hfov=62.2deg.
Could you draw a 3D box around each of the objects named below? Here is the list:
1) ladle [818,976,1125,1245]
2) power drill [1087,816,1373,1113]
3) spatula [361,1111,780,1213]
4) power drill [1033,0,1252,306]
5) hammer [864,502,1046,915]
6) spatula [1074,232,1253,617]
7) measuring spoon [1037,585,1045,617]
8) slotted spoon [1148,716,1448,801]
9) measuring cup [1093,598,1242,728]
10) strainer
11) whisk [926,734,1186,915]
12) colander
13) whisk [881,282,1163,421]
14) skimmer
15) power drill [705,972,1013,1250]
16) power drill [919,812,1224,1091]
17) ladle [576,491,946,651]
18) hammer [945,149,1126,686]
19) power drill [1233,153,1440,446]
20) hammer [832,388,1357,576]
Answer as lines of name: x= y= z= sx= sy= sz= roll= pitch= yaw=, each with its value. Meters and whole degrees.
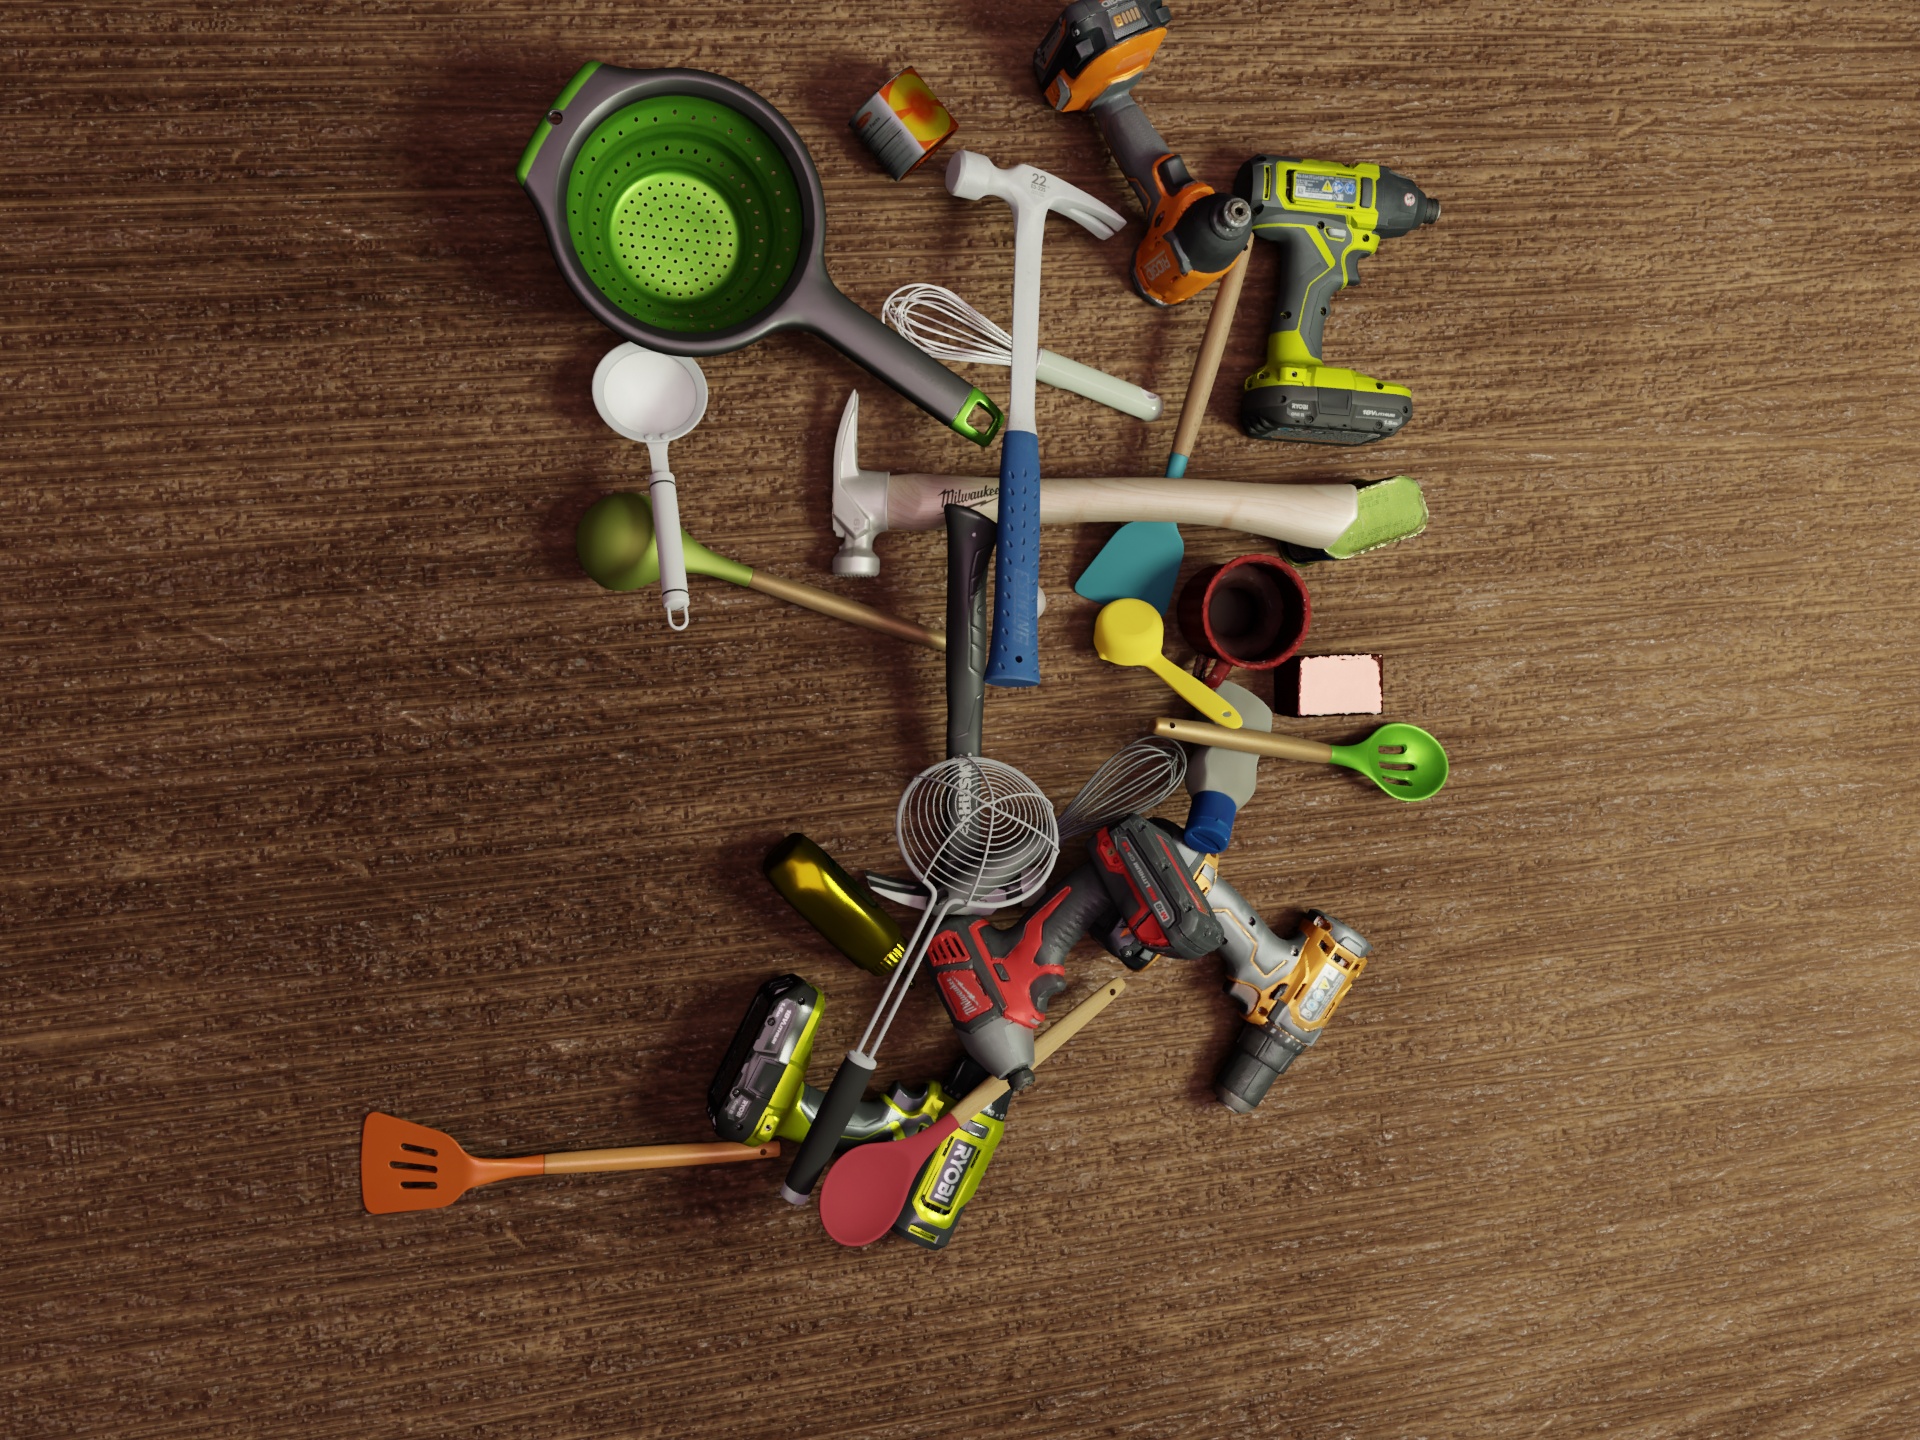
ladle: x=0.014 y=0.297 z=1.253 sx=0.315 sy=0.031 sz=0.069 roll=-35 pitch=100 yaw=-23
power drill: x=0.212 y=0.208 z=1.326 sx=0.226 sy=0.084 sz=0.185 roll=34 pitch=88 yaw=-16
spatula: x=-0.305 y=0.346 z=1.258 sx=0.322 sy=0.041 sz=0.081 roll=1 pitch=94 yaw=-16
power drill: x=0.150 y=-0.443 z=1.226 sx=0.084 sy=0.164 sz=0.226 roll=-27 pitch=97 yaw=-11
hammer: x=-0.002 y=-0.004 z=1.255 sx=0.146 sy=0.035 sz=0.334 roll=-3 pitch=107 yaw=-11
spatula: x=0.180 y=-0.241 z=1.292 sx=0.082 sy=0.044 sz=0.317 roll=16 pitch=95 yaw=-12
measuring spoon: x=0.048 y=-0.142 z=1.298 sx=0.034 sy=0.018 sz=0.124 roll=-10 pitch=95 yaw=-10
slotted spoon: x=0.281 y=0.022 z=1.306 sx=0.313 sy=0.031 sz=0.070 roll=8 pitch=70 yaw=-31
measuring cup: x=0.169 y=-0.047 z=1.273 sx=0.062 sy=0.157 sz=0.029 roll=-32 pitch=144 yaw=-23
strainer: x=-0.227 y=-0.185 z=1.194 sx=0.087 sy=0.050 sz=0.259 roll=-5 pitch=70 yaw=-15
whisk: x=0.074 y=0.086 z=1.258 sx=0.239 sy=0.055 sz=0.055 roll=-32 pitch=99 yaw=3
colander: x=-0.142 y=-0.327 z=1.211 sx=0.397 sy=0.094 sz=0.204 roll=33 pitch=85 yaw=-15
whisk: x=0.053 y=-0.290 z=1.280 sx=0.246 sy=0.058 sz=0.059 roll=18 pitch=124 yaw=-15
skimmer: x=-0.044 y=0.199 z=1.221 sx=0.127 sy=0.090 sz=0.363 roll=27 pitch=96 yaw=2
power drill: x=-0.068 y=0.294 z=1.275 sx=0.228 sy=0.080 sz=0.190 roll=28 pitch=83 yaw=-14
power drill: x=0.084 y=0.181 z=1.232 sx=0.219 sy=0.078 sz=0.143 roll=-34 pitch=63 yaw=13
ladle: x=-0.144 y=-0.103 z=1.256 sx=0.320 sy=0.062 sz=0.078 roll=17 pitch=80 yaw=-19
hammer: x=0.052 y=-0.226 z=1.204 sx=0.144 sy=0.035 sz=0.406 roll=6 pitch=80 yaw=-23
power drill: x=0.310 y=-0.345 z=1.310 sx=0.171 sy=0.080 sz=0.223 roll=2 pitch=90 yaw=-11
hammer: x=0.104 y=-0.183 z=1.254 sx=0.410 sy=0.038 sz=0.146 roll=1 pitch=93 yaw=1
